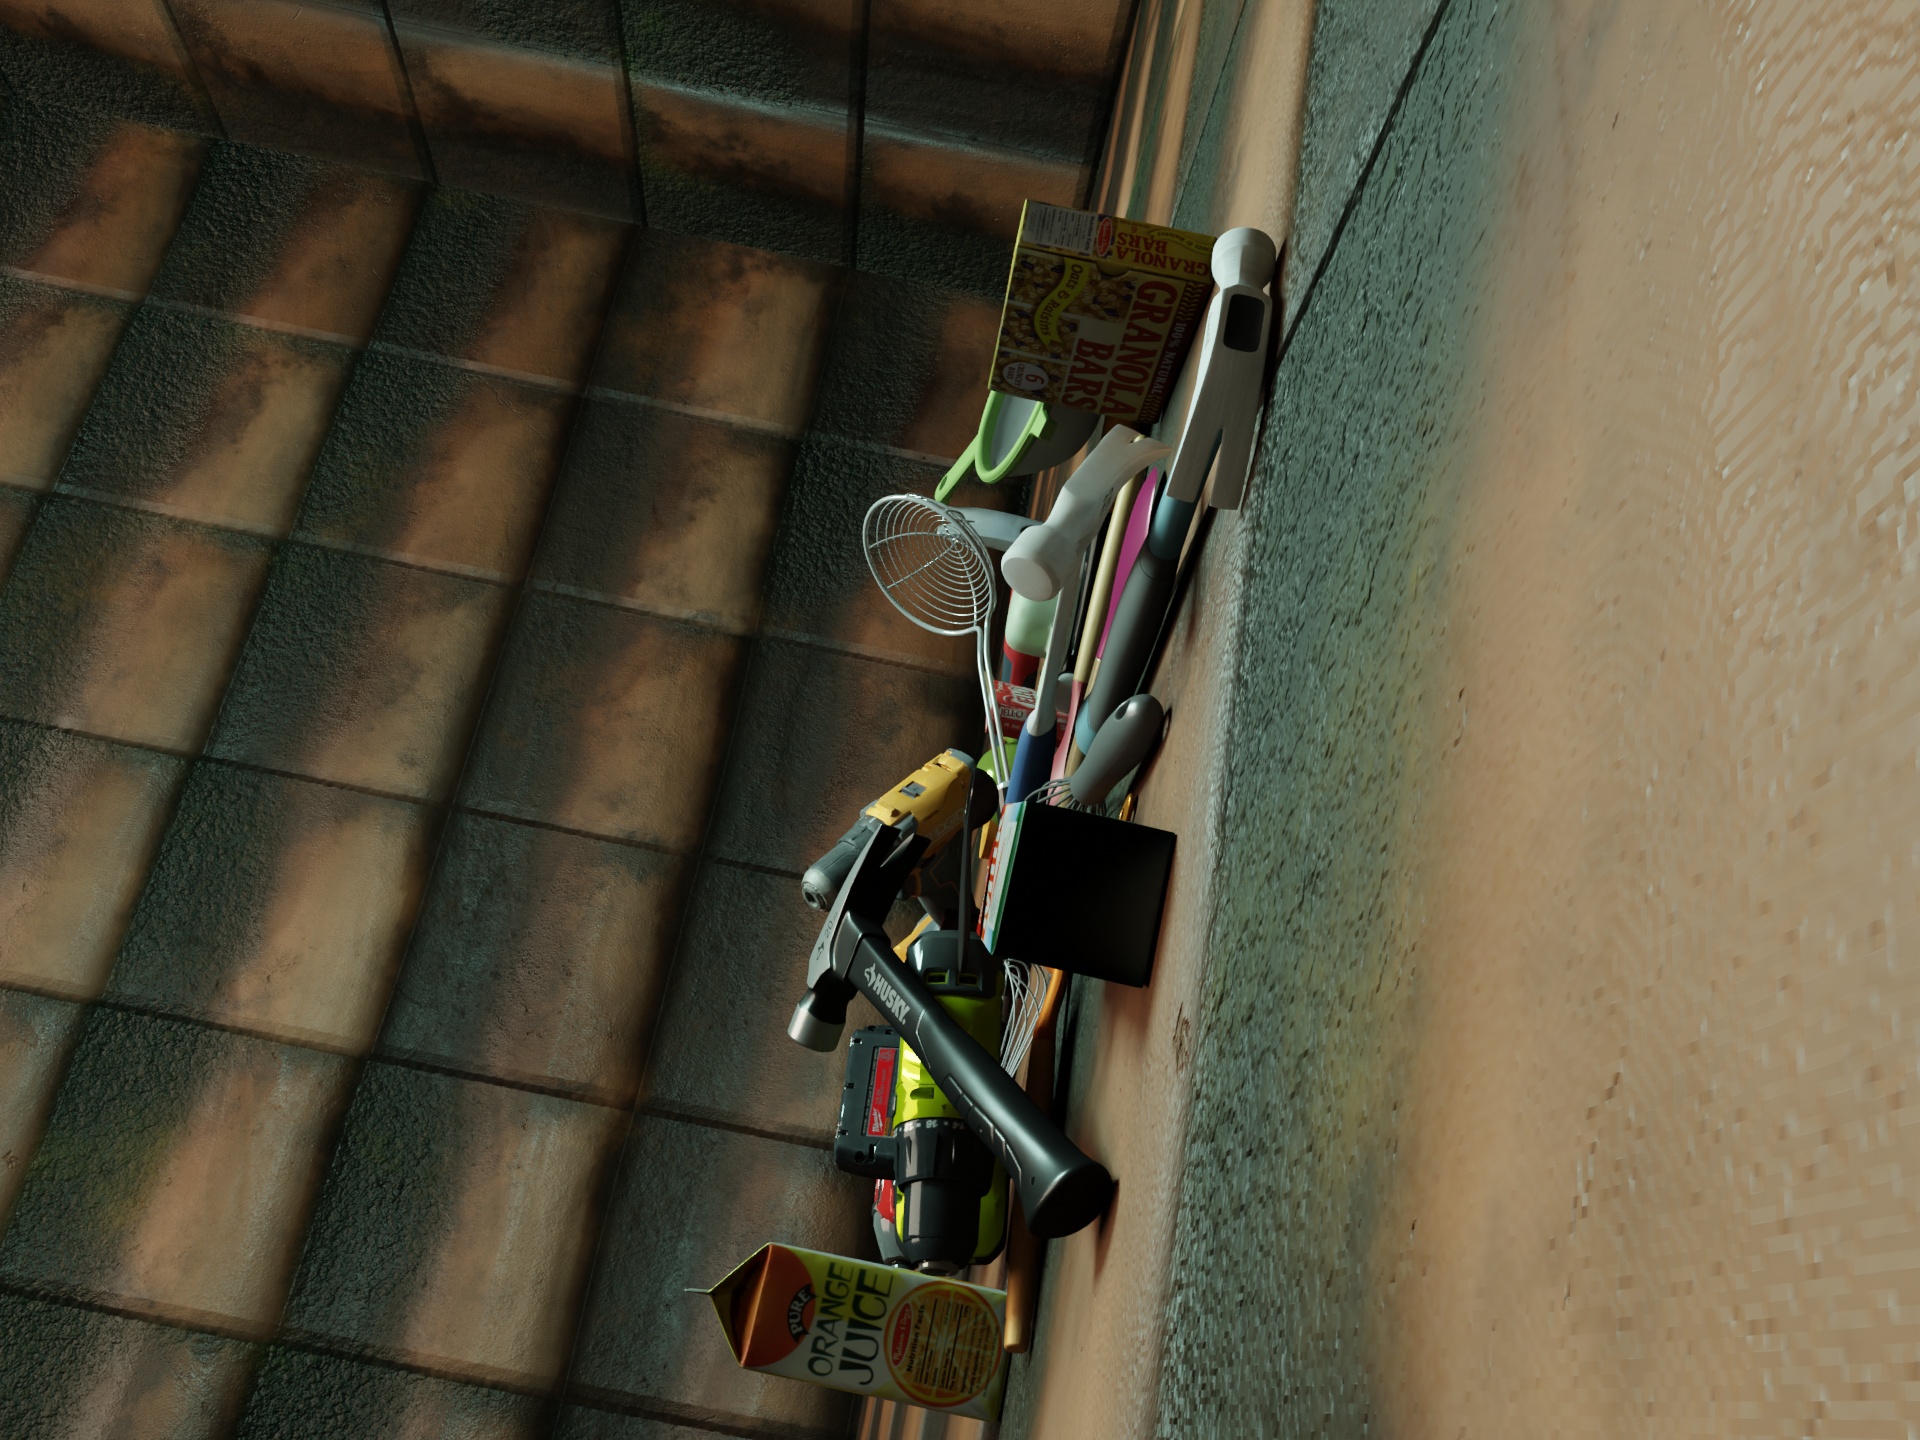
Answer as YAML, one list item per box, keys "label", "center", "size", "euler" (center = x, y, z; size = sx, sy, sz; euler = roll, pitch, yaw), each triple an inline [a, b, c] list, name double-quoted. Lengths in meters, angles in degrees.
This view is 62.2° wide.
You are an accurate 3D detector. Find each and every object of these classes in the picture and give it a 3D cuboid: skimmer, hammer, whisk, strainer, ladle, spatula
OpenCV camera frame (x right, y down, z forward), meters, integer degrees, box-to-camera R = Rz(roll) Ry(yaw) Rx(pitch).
- label: "skimmer"
  center: [-0.002, -0.004, 1.215]
  size: [0.127, 0.090, 0.364]
  euler: [-44, 51, 53]
- label: "hammer"
  center: [0.115, -0.176, 1.255]
  size: [0.127, 0.034, 0.337]
  euler: [-92, 13, -80]
- label: "hammer"
  center: [0.044, -0.066, 1.527]
  size: [0.386, 0.143, 0.038]
  euler: [95, -168, -59]
- label: "hammer"
  center: [0.106, -0.087, 0.839]
  size: [0.330, 0.033, 0.128]
  euler: [102, 180, -54]
- label: "whisk"
  center: [0.076, 0.035, 0.907]
  size: [0.239, 0.055, 0.055]
  euler: [115, 167, -66]
- label: "strainer"
  center: [0.053, -0.230, 1.287]
  size: [0.256, 0.069, 0.152]
  euler: [139, 146, -60]
- label: "hammer"
  center: [-0.008, 0.164, 0.832]
  size: [0.335, 0.035, 0.146]
  euler: [32, 101, 64]
- label: "whisk"
  center: [0.015, 0.278, 1.161]
  size: [0.070, 0.070, 0.284]
  euler: [-81, -3, -63]
- label: "ladle"
  center: [0.035, 0.015, 1.380]
  size: [0.062, 0.078, 0.320]
  euler: [-57, 15, 11]
- label: "ladle"
  center: [0.097, -0.053, 1.164]
  size: [0.069, 0.031, 0.315]
  euler: [-98, 21, -84]
- label: "spatula"
  center: [0.039, 0.214, 0.950]
  size: [0.081, 0.041, 0.323]
  euler: [87, -171, -47]
- label: "hammer"
  center: [0.056, -0.010, 0.989]
  size: [0.144, 0.035, 0.405]
  euler: [-53, -17, -33]

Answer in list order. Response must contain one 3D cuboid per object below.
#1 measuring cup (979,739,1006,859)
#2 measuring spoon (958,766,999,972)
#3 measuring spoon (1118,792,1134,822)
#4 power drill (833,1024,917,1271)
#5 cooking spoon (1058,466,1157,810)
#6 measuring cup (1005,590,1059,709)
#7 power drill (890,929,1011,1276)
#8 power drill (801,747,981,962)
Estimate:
- label: "measuring cup"
  center: [0.058, 0.050, 1.448]
  size: [0.095, 0.052, 0.174]
  euler: [103, 180, -60]
- label: "measuring spoon"
  center: [0.010, 0.078, 0.832]
  size: [0.034, 0.018, 0.124]
  euler: [102, 173, -51]
- label: "measuring spoon"
  center: [0.081, 0.080, 0.898]
  size: [0.116, 0.011, 0.021]
  euler: [102, 178, -46]
- label: "power drill"
  center: [-0.045, 0.343, 1.251]
  size: [0.219, 0.078, 0.143]
  euler: [86, -171, -53]
- label: "cooking spoon"
  center: [0.094, -0.019, 1.089]
  size: [0.069, 0.017, 0.318]
  euler: [-79, 1, -67]
- label: "measuring cup"
  center: [0.054, -0.062, 1.257]
  size: [0.168, 0.038, 0.083]
  euler: [-79, 2, -50]
- label: "power drill"
  center: [-0.006, 0.258, 0.977]
  size: [0.228, 0.080, 0.191]
  euler: [88, -176, -59]
- label: "power drill"
  center: [-0.042, 0.158, 1.350]
  size: [0.185, 0.084, 0.226]
  euler: [-36, -48, -32]
